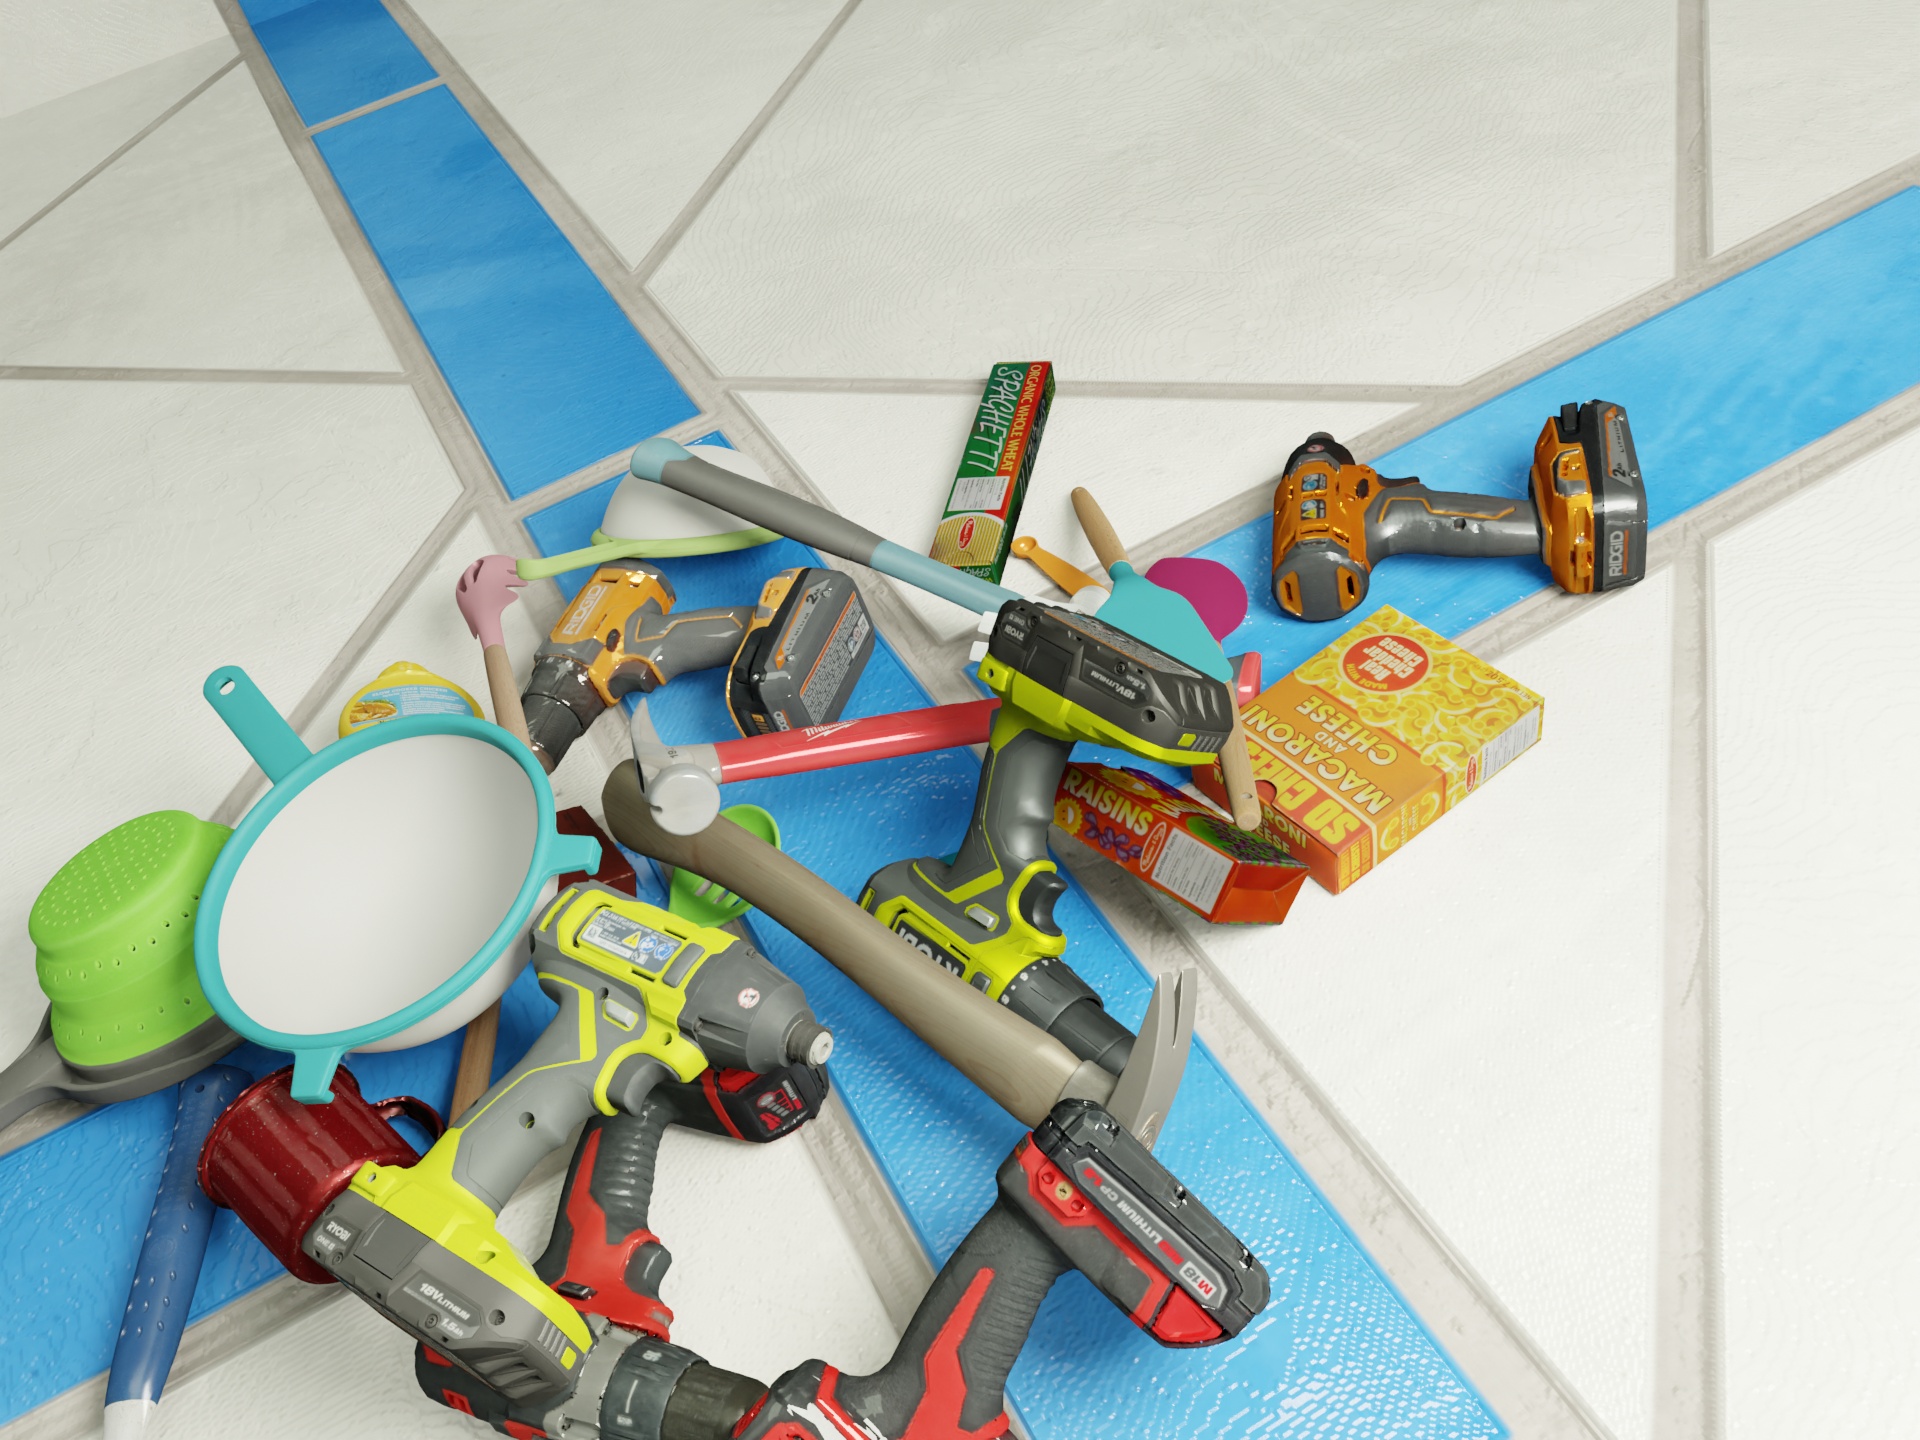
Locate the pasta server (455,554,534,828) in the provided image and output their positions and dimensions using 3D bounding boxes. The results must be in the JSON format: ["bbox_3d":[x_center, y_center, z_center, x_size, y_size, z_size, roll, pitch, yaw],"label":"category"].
[{"bbox_3d":[-0.302,-0.027,1.064,0.060,0.040,0.317,-42,41,10],"label":"pasta server"}]

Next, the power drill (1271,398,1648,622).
[{"bbox_3d":[0.319,-0.146,1.046,0.226,0.084,0.164,-5,45,16],"label":"power drill"}]

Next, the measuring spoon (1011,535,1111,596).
[{"bbox_3d":[0.076,-0.098,1.115,0.021,0.011,0.117,-34,51,-19],"label":"measuring spoon"}]

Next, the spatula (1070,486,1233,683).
[{"bbox_3d":[0.101,-0.095,1.038,0.082,0.044,0.318,-15,24,3],"label":"spatula"}]

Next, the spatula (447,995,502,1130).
[{"bbox_3d":[-0.274,0.173,0.921,0.060,0.018,0.316,-8,39,0],"label":"spatula"}]

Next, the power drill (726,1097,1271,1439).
[{"bbox_3d":[0.021,0.278,0.665,0.143,0.078,0.219,43,85,9],"label":"power drill"}]

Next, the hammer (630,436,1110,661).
[{"bbox_3d":[-0.065,-0.115,1.050,0.331,0.033,0.128,23,26,11],"label":"hammer"}]

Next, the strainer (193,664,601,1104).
[{"bbox_3d":[-0.351,0.075,0.934,0.211,0.095,0.341,-42,52,-15],"label":"strainer"}]

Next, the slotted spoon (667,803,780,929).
[{"bbox_3d":[-0.203,0.172,0.911,0.070,0.031,0.314,18,55,30],"label":"slotted spoon"}]

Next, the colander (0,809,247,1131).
[{"bbox_3d":[-0.546,0.170,0.937,0.397,0.094,0.205,-39,37,-18],"label":"colander"}]

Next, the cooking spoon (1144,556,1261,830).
[{"bbox_3d":[0.150,-0.030,0.942,0.069,0.017,0.319,3,31,0],"label":"cooking spoon"}]

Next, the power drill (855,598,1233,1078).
[{"bbox_3d":[0.051,0.069,0.833,0.191,0.228,0.080,31,16,37],"label":"power drill"}]

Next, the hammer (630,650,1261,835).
[{"bbox_3d":[-0.002,-0.003,0.958,0.386,0.038,0.143,-9,21,-16],"label":"hammer"}]

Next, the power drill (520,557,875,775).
[{"bbox_3d":[-0.192,-0.029,1.073,0.226,0.084,0.185,5,50,25],"label":"power drill"}]

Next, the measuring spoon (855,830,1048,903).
[{"bbox_3d":[-0.008,0.082,0.948,0.128,0.021,0.042,-25,45,-12],"label":"measuring spoon"}]

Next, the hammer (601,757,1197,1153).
[{"bbox_3d":[-0.057,0.107,0.850,0.411,0.146,0.038,29,16,36],"label":"hammer"}]

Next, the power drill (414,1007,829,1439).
[{"bbox_3d":[-0.139,0.249,0.784,0.188,0.080,0.227,7,51,21],"label":"power drill"}]

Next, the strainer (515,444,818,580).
[{"bbox_3d":[-0.224,-0.153,1.127,0.151,0.069,0.256,5,18,28],"label":"strainer"}]

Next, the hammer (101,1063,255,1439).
[{"bbox_3d":[-0.406,0.349,0.784,0.144,0.035,0.406,-12,44,4],"label":"hammer"}]

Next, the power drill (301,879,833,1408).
[{"bbox_3d":[-0.178,0.191,0.748,0.171,0.080,0.223,18,56,28],"label":"power drill"}]
